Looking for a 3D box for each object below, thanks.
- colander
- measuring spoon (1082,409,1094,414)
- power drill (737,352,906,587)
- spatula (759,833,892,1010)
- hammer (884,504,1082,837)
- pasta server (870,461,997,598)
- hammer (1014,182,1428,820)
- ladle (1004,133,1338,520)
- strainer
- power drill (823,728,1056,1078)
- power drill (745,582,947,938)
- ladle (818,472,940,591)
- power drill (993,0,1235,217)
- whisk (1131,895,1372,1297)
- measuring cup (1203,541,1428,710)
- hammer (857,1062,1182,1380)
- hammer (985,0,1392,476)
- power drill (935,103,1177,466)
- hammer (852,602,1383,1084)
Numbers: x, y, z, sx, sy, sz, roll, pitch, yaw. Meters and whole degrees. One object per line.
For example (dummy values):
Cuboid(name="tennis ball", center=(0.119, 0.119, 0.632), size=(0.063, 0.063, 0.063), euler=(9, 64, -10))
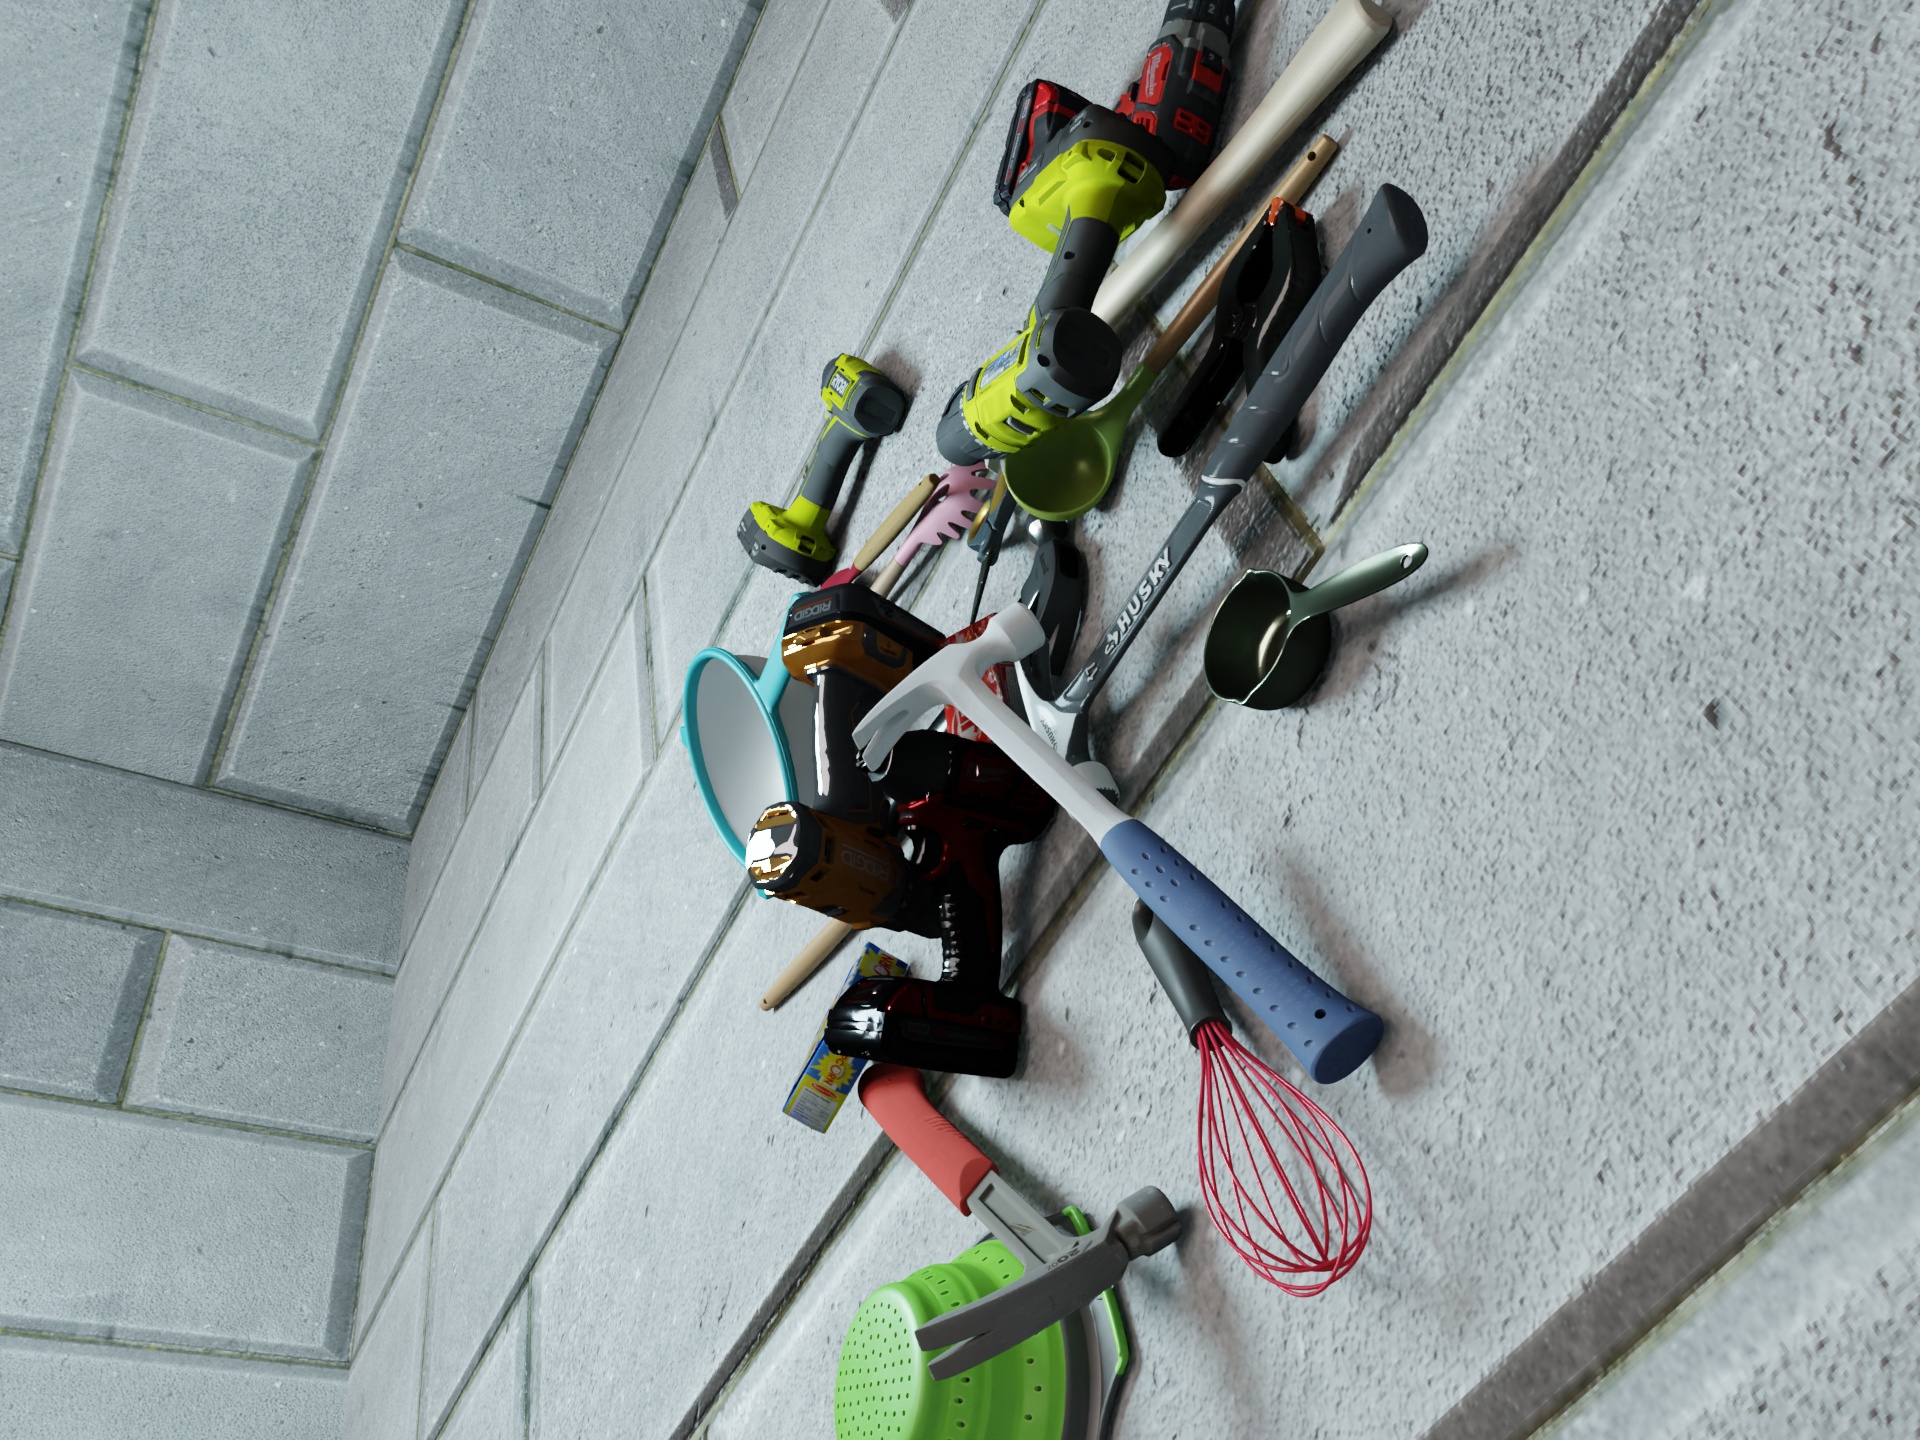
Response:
Cuboid(name="colander", center=(-0.047, 0.447, 0.942), size=(0.397, 0.094, 0.205), euler=(-60, 28, 25))
Cuboid(name="measuring spoon", center=(0.068, -0.221, 1.228), size=(0.129, 0.021, 0.042), euler=(19, 91, 63))
Cuboid(name="power drill", center=(-0.143, -0.264, 1.632), size=(0.223, 0.080, 0.171), euler=(-61, 28, 14))
Cuboid(name="spatula", center=(-0.108, 0.170, 1.309), size=(0.082, 0.044, 0.317), euler=(59, 137, 18))
Cuboid(name="hammer", center=(-0.002, -0.004, 1.219), size=(0.331, 0.033, 0.128), euler=(-55, 28, 33))
Cuboid(name="pasta server", center=(-0.056, -0.126, 1.423), size=(0.316, 0.040, 0.060), euler=(-50, 33, 47))
Cuboid(name="hammer", center=(0.145, -0.130, 0.949), size=(0.408, 0.036, 0.149), euler=(-58, 38, 32))
Cuboid(name="ladle", center=(0.139, -0.260, 1.074), size=(0.078, 0.062, 0.320), euler=(52, 125, 18))
Cuboid(name="strainer", center=(-0.142, -0.008, 1.374), size=(0.211, 0.095, 0.340), euler=(60, 146, 23))
Cuboid(name="power drill", center=(-0.016, 0.116, 1.044), size=(0.078, 0.143, 0.220), euler=(-14, 64, 56))
Cuboid(name="power drill", center=(-0.059, 0.039, 1.130), size=(0.084, 0.185, 0.226), euler=(-15, 60, 37))
Cuboid(name="ladle", center=(-0.080, -0.149, 1.422), size=(0.315, 0.031, 0.069), euler=(-38, 29, 62))
Cuboid(name="power drill", center=(0.127, -0.478, 1.218), size=(0.227, 0.080, 0.188), euler=(0, 74, 61))
Cuboid(name="whisk", center=(0.132, 0.172, 0.807), size=(0.073, 0.073, 0.296), euler=(-62, 21, 21))
Cuboid(name="measuring cup", center=(0.195, -0.055, 0.845), size=(0.167, 0.038, 0.083), euler=(-28, 49, 54))
Cuboid(name="hammer", center=(-0.009, 0.278, 0.968), size=(0.036, 0.149, 0.359), euler=(69, 163, -10))
Cuboid(name="hammer", center=(0.143, -0.327, 1.108), size=(0.410, 0.038, 0.146), euler=(-43, 27, 44))
Cuboid(name="power drill", center=(0.059, -0.290, 1.107), size=(0.190, 0.080, 0.229), euler=(-21, 48, 61))
Cuboid(name="hammer", center=(0.078, 0.062, 0.887), size=(0.144, 0.035, 0.406), euler=(-34, 41, -10))
